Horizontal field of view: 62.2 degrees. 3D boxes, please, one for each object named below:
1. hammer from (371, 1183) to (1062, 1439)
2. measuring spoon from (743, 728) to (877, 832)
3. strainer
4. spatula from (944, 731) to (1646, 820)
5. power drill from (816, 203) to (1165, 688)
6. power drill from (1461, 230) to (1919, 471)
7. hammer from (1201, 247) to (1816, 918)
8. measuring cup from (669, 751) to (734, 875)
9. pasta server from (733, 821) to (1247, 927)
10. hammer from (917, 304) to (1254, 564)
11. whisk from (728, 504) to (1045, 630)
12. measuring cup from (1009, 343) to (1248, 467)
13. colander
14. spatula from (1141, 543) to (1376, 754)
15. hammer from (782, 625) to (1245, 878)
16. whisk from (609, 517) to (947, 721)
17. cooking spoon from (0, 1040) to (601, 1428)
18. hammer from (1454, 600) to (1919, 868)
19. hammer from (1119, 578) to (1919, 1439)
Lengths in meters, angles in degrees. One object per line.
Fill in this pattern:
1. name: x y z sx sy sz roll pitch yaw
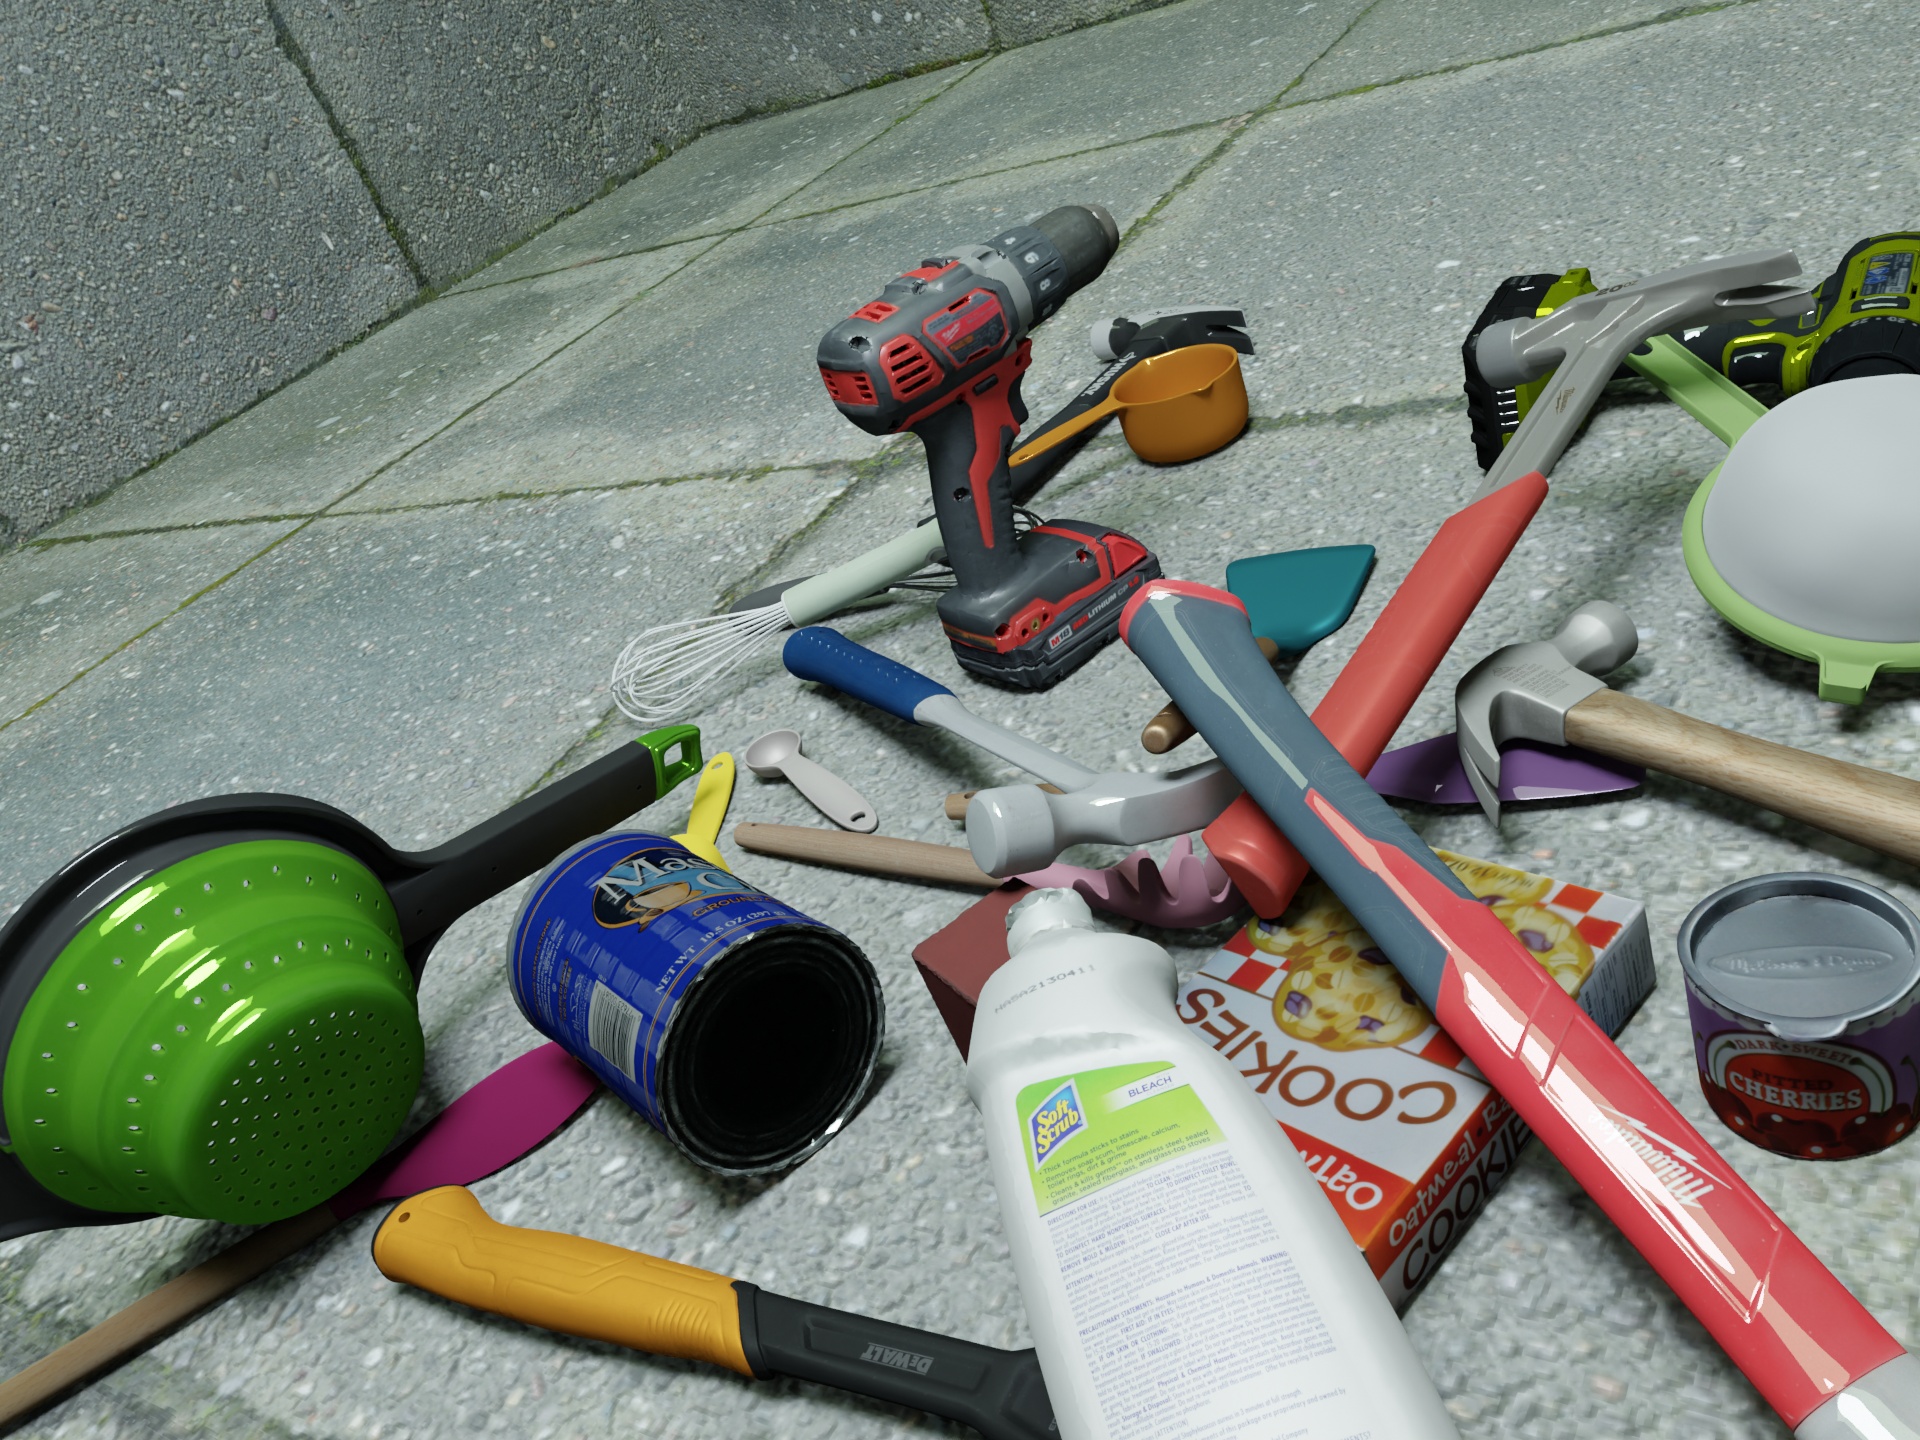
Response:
1. hammer: -0.093 0.213 0.549 0.337 0.034 0.127 -1 35 34
2. measuring spoon: -0.078 0.037 0.858 0.034 0.018 0.124 -34 37 -19
3. strainer: 0.354 -0.129 0.671 0.151 0.069 0.257 -26 46 -1
4. spatula: 0.137 0.027 0.713 0.316 0.018 0.060 -6 30 25
5. power drill: 0.037 -0.153 0.868 0.188 0.226 0.080 -37 32 -24
6. power drill: 0.389 -0.184 0.831 0.228 0.080 0.191 3 37 34
7. hammer: 0.211 -0.065 0.647 0.149 0.036 0.359 -1 44 54
8. measuring cup: -0.145 0.054 0.852 0.062 0.029 0.157 -16 32 13
9. pasta server: 0.003 0.060 0.733 0.316 0.040 0.060 3 14 41
10. hammer: 0.081 -0.210 1.133 0.146 0.035 0.335 5 39 41
11. whisk: -0.051 -0.091 1.021 0.239 0.055 0.055 -12 30 27
12. measuring cup: 0.112 -0.190 1.062 0.173 0.052 0.095 -29 29 -7
13. colander: -0.243 0.107 0.719 0.095 0.204 0.397 25 40 32
14. spatula: 0.132 -0.037 0.740 0.082 0.044 0.317 -5 11 24
15. hammer: -0.001 -0.003 0.786 0.144 0.035 0.406 -9 14 -22
16. whisk: -0.111 -0.065 0.980 0.246 0.057 0.059 -25 72 12
17. cooking spoon: -0.295 0.225 0.687 0.319 0.017 0.069 -30 29 -15
18. hammer: 0.315 0.031 0.552 0.130 0.031 0.332 -28 31 -25
19. hammer: 0.141 0.081 0.488 0.143 0.038 0.387 -27 47 -8
